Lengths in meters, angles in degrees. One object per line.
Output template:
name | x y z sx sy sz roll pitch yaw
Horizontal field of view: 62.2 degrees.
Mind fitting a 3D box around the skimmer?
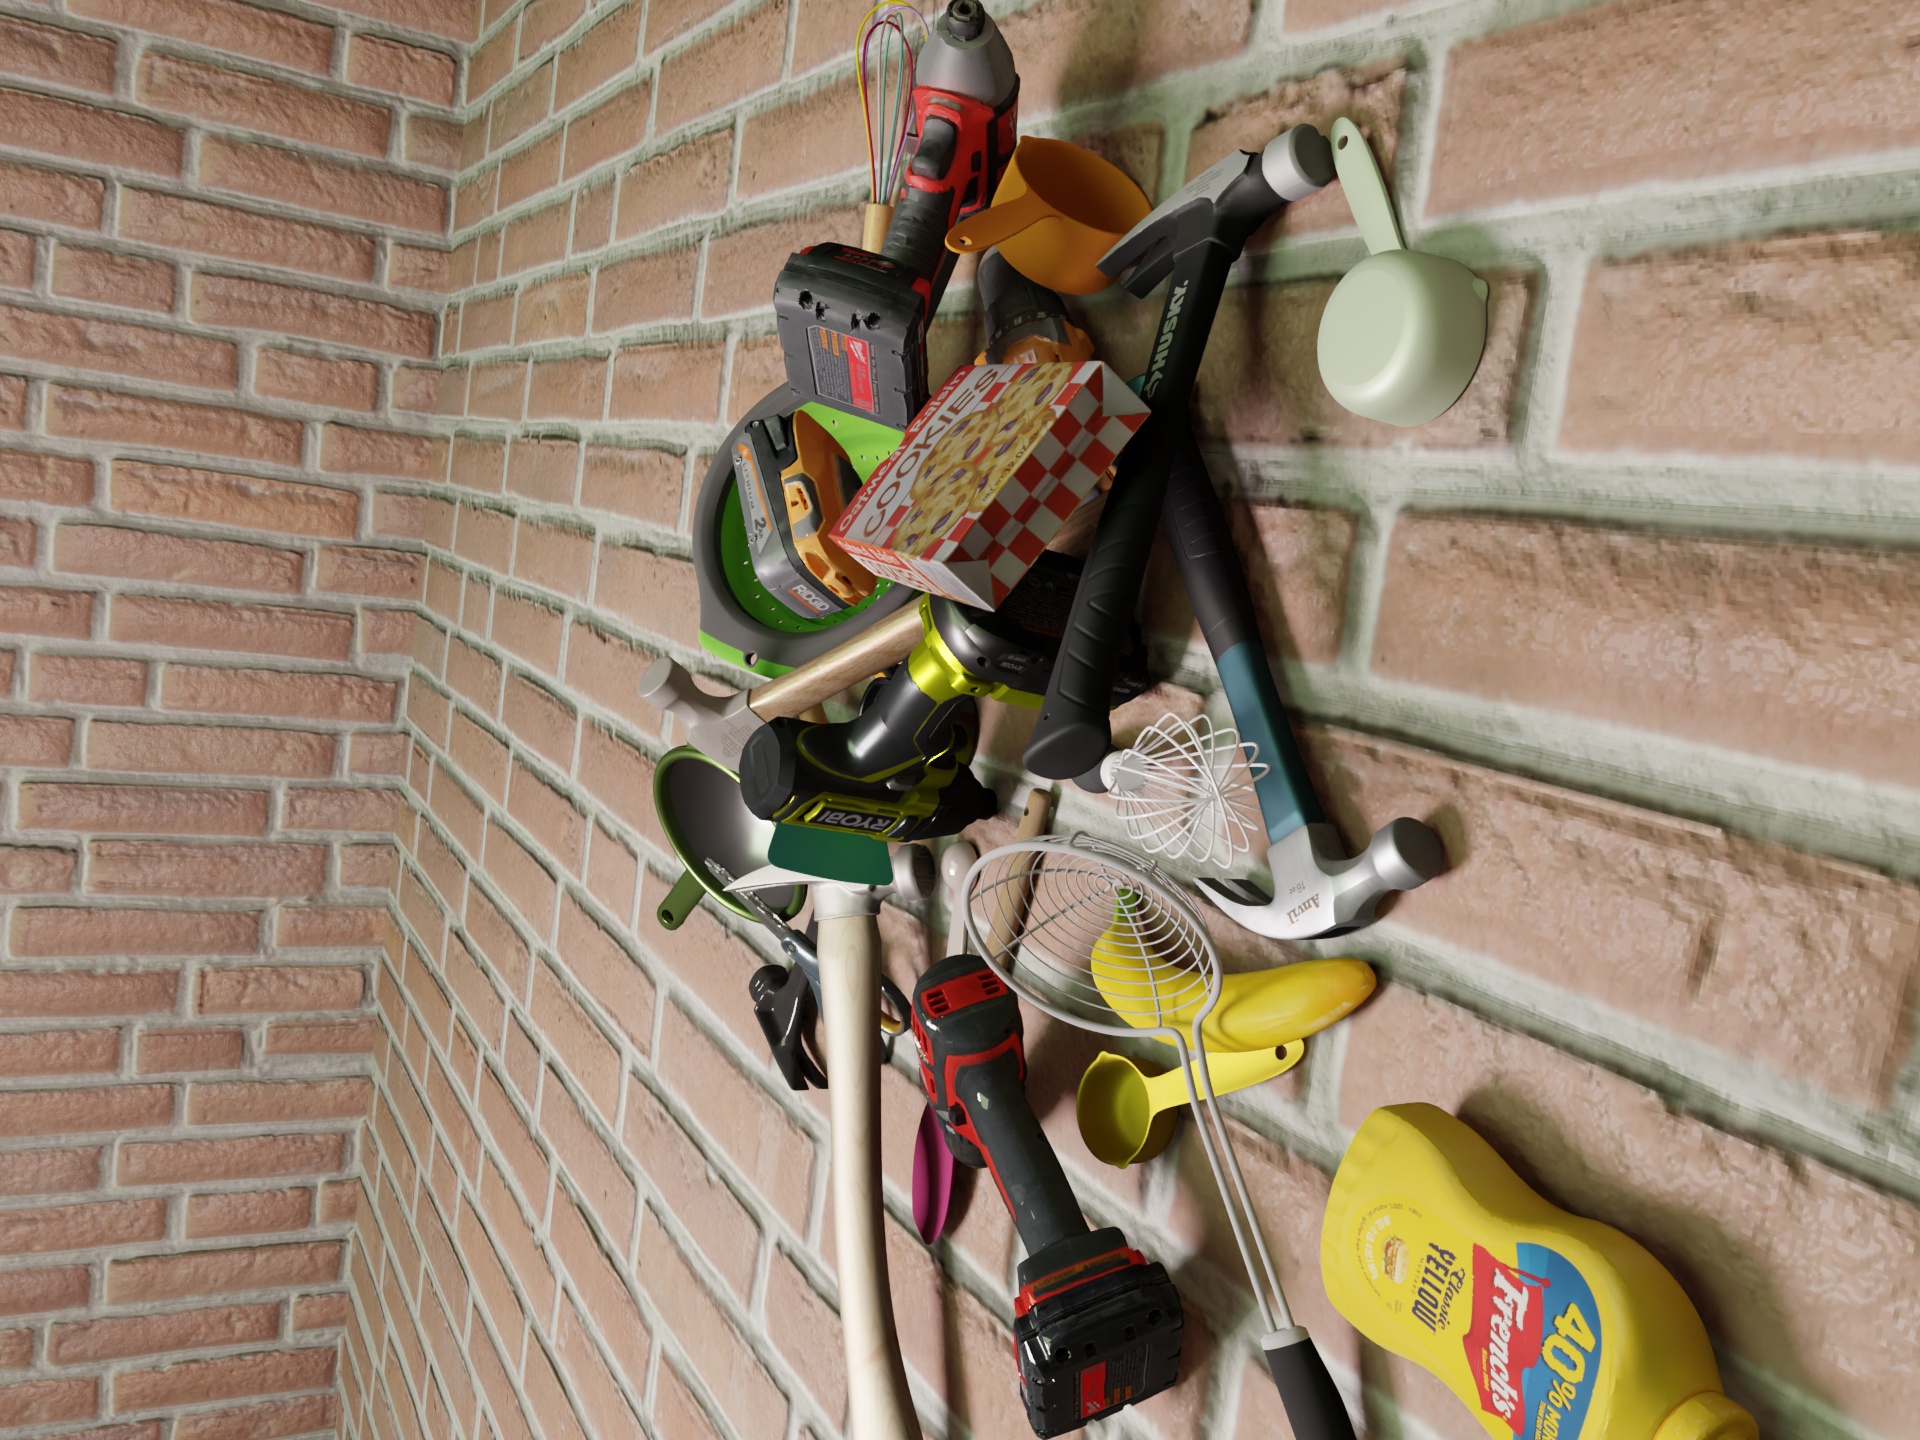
skimmer | 0.102 0.221 0.705 0.127 0.090 0.363 -37 66 46

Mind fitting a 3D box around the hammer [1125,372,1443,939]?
hammer | 0.137 -0.045 0.797 0.128 0.033 0.331 -47 47 46

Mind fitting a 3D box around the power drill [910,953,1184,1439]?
power drill | 0.035 0.259 0.862 0.187 0.080 0.227 85 163 -49

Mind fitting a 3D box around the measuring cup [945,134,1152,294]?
measuring cup | 0.036 -0.265 0.878 0.095 0.173 0.052 42 136 10

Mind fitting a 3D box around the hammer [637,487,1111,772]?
hammer | -0.031 -0.050 0.951 0.331 0.129 0.031 -26 40 27

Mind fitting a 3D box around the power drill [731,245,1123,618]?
power drill | -0.023 -0.179 0.963 0.226 0.084 0.186 -23 62 17

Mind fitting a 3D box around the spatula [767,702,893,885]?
spatula | -0.105 0.020 1.128 0.318 0.082 0.044 -117 41 -65

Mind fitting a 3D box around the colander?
colander | -0.042 -0.205 1.081 0.205 0.094 0.397 20 86 32

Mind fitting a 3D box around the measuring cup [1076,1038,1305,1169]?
measuring cup | 0.122 0.187 0.812 0.156 0.029 0.062 -32 57 41

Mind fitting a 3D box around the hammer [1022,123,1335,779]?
hammer | 0.088 -0.128 0.780 0.146 0.035 0.335 -11 57 57

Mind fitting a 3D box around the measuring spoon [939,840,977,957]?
measuring spoon | -0.008 0.140 1.041 0.034 0.018 0.124 11 97 60

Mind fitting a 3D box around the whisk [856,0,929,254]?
whisk | -0.061 -0.405 1.181 0.051 0.047 0.245 23 110 58

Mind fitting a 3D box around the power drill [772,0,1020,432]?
power drill | -0.025 -0.287 0.892 0.143 0.078 0.220 91 -160 -69

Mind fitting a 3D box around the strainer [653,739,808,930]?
strainer | -0.172 0.094 1.209 0.151 0.069 0.256 48 143 5

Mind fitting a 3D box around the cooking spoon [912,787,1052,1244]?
cooking spoon | 0.012 0.190 1.000 0.069 0.017 0.318 -131 51 -61

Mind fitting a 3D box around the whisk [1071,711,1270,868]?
whisk | 0.087 0.026 0.779 0.284 0.070 0.070 -168 83 -83

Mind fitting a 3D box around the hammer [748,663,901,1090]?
hammer | -0.086 0.111 1.166 0.127 0.034 0.336 54 132 50

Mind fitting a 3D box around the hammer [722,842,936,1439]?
hammer | -0.075 0.291 1.031 0.146 0.038 0.411 -9 78 21

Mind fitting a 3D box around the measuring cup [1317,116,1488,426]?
measuring cup | 0.184 -0.213 0.726 0.083 0.038 0.168 -41 54 51

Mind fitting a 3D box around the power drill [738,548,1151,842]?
power drill | -0.001 -0.003 0.917 0.223 0.171 0.080 -42 49 40
